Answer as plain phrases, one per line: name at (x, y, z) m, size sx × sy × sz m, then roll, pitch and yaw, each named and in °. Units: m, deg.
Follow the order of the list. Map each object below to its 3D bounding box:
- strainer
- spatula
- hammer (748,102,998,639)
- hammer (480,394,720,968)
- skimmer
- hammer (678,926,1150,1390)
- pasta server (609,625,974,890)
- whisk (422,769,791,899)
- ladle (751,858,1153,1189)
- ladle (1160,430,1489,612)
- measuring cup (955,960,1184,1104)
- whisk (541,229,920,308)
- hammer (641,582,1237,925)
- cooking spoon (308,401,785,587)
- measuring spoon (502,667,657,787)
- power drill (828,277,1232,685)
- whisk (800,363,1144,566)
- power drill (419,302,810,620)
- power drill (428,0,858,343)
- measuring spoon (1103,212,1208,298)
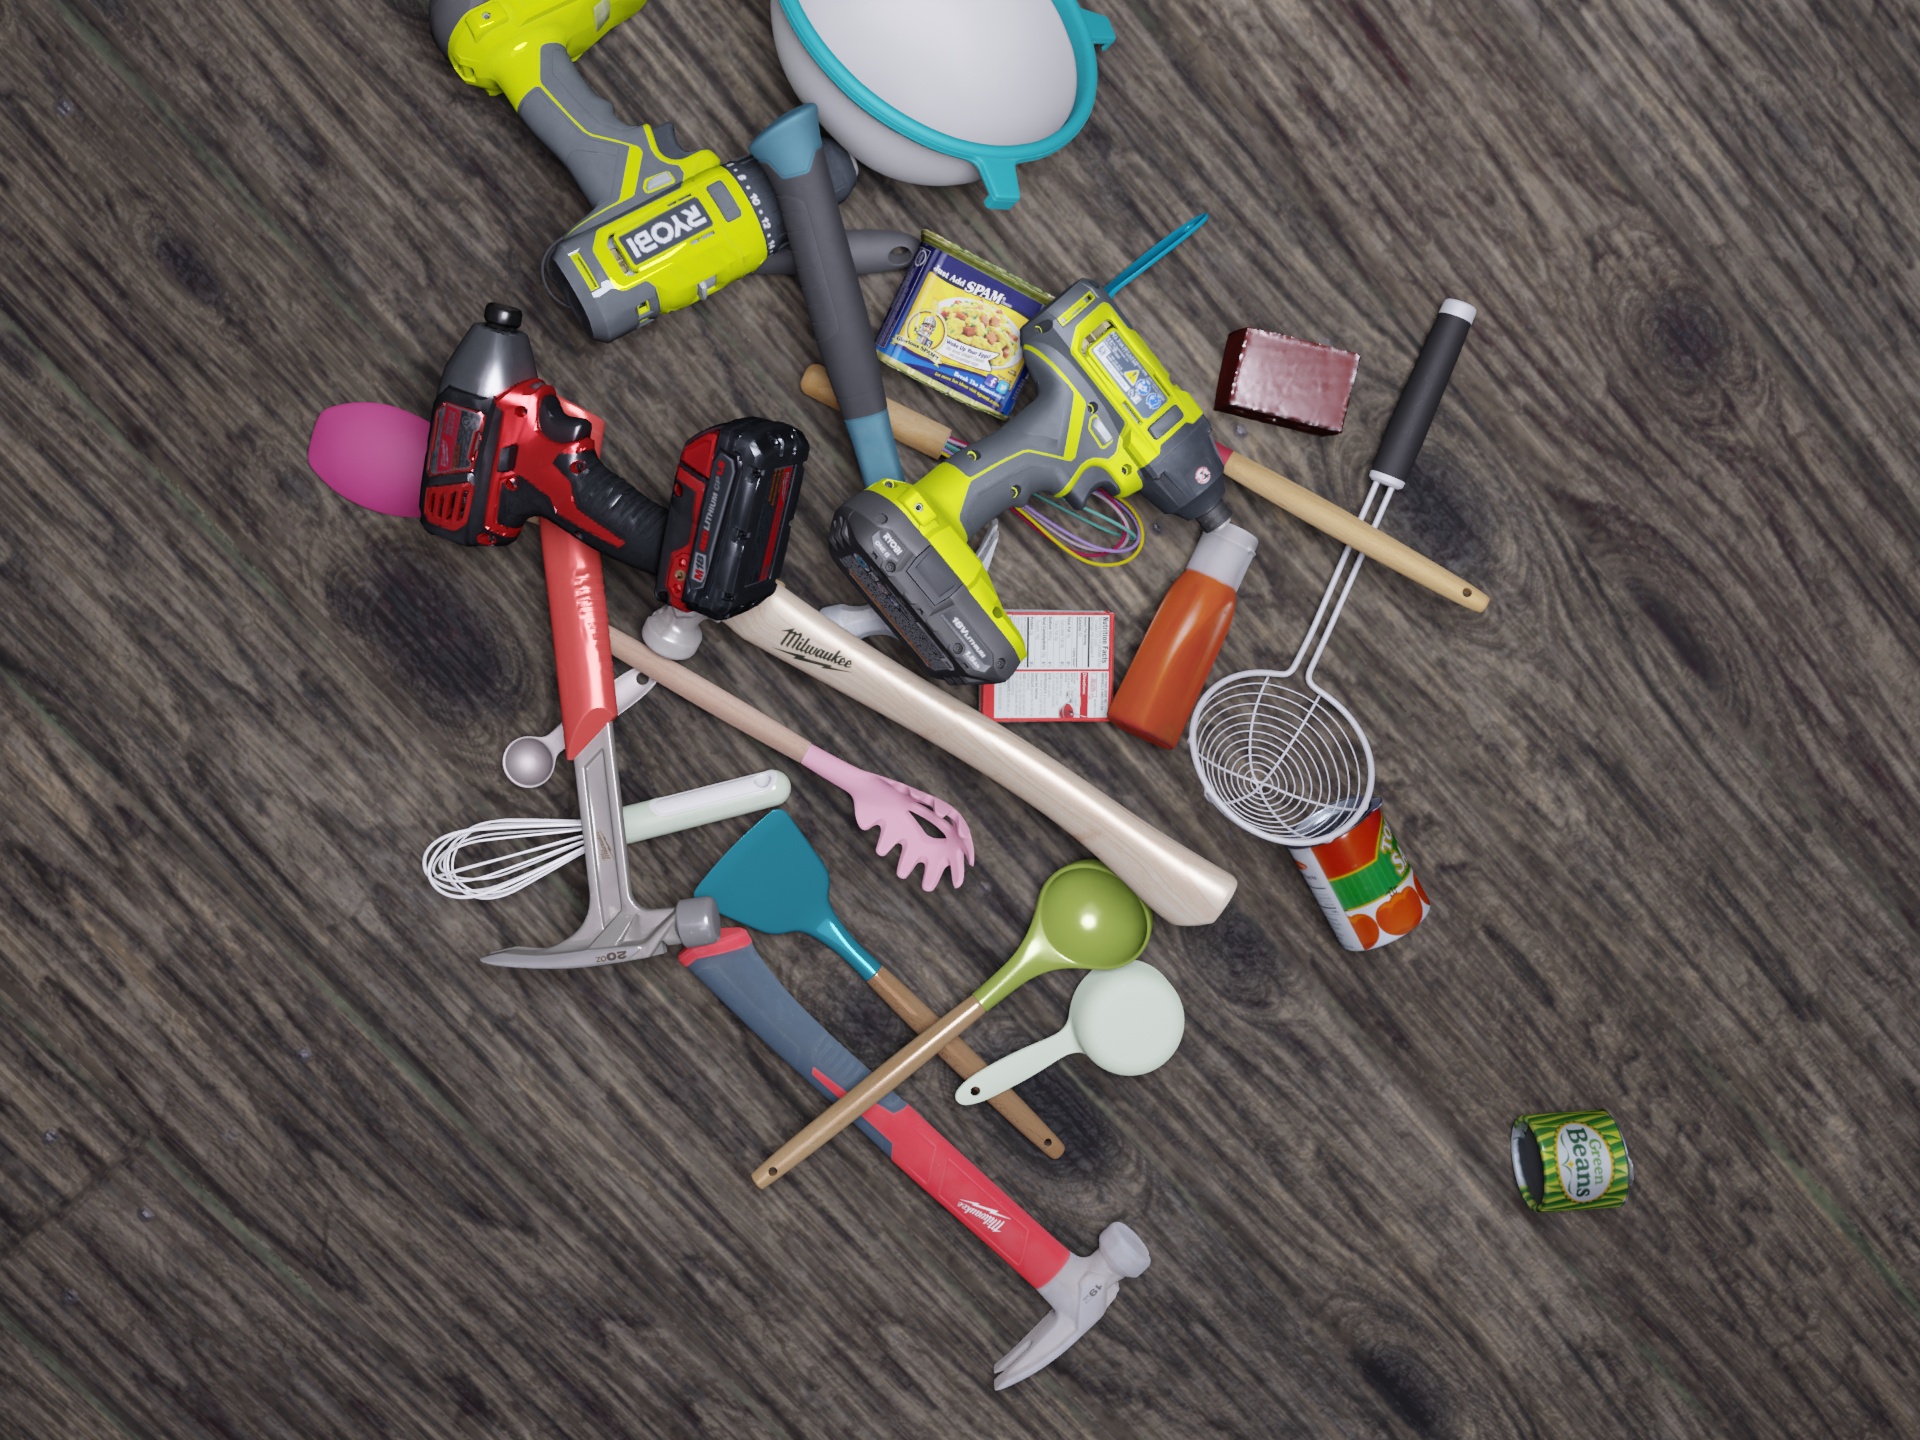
strainer at (-0.082, -0.429, 0.934) m, size 0.340 × 0.095 × 0.211 m, roll 33°, pitch 56°, yaw -11°
spatula at (-0.041, 0.192, 1.076) m, size 0.317 × 0.044 × 0.082 m, roll 45°, pitch 86°, yaw -8°
hammer at (-0.063, -0.200, 0.966) m, size 0.128 × 0.033 × 0.330 m, roll -12°, pitch 119°, yaw 6°
hammer at (-0.246, -0.025, 1.007) m, size 0.149 × 0.037 × 0.359 m, roll -7°, pitch 90°, yaw 1°
skimmer at (0.257, -0.098, 1.019) m, size 0.127 × 0.090 × 0.363 m, roll 22°, pitch 97°, yaw -2°
hammer at (-0.054, 0.292, 1.093) m, size 0.386 × 0.038 × 0.143 m, roll 44°, pitch 96°, yaw -7°
pasta server at (-0.127, 0.011, 1.040) m, size 0.316 × 0.040 × 0.060 m, roll 31°, pitch 123°, yaw -1°
whisk at (-0.233, 0.071, 1.053) m, size 0.246 × 0.058 × 0.059 m, roll -14°, pitch 133°, yaw -4°
ladle at (-0.007, 0.204, 1.046) m, size 0.320 × 0.062 × 0.078 m, roll -38°, pitch 91°, yaw -7°
ladle at (0.190, -0.150, 1.004) m, size 0.315 × 0.031 × 0.069 m, roll 30°, pitch 87°, yaw 7°
measuring cup at (0.075, 0.223, 1.074) m, size 0.167 × 0.038 × 0.083 m, roll -25°, pitch 99°, yaw -8°
whisk at (-0.143, -0.289, 1.004) m, size 0.239 × 0.055 × 0.055 m, roll -5°, pitch 98°, yaw -6°
hammer at (-0.002, -0.003, 1.002) m, size 0.410 × 0.038 × 0.146 m, roll 32°, pitch 122°, yaw 0°
cooking spoon at (-0.267, -0.134, 1.034) m, size 0.319 × 0.017 × 0.068 m, roll 18°, pitch 98°, yaw -4°
measuring spoon at (-0.249, 0.001, 1.059) m, size 0.124 × 0.018 × 0.034 m, roll -37°, pitch 93°, yaw -3°
power drill at (0.048, -0.129, 0.943) m, size 0.223 × 0.080 × 0.171 m, roll -43°, pitch 102°, yaw -13°
whisk at (0.008, -0.165, 1.027) m, size 0.245 × 0.051 × 0.047 m, roll 26°, pitch 102°, yaw -2°
power drill at (-0.209, -0.151, 0.931) m, size 0.220 × 0.078 × 0.143 m, roll 19°, pitch 107°, yaw 11°
power drill at (-0.189, -0.361, 0.949) m, size 0.190 × 0.080 × 0.228 m, roll -32°, pitch 88°, yaw -12°
measuring spoon at (0.113, -0.279, 1.021) m, size 0.128 × 0.042 × 0.021 m, roll -39°, pitch 116°, yaw -3°
